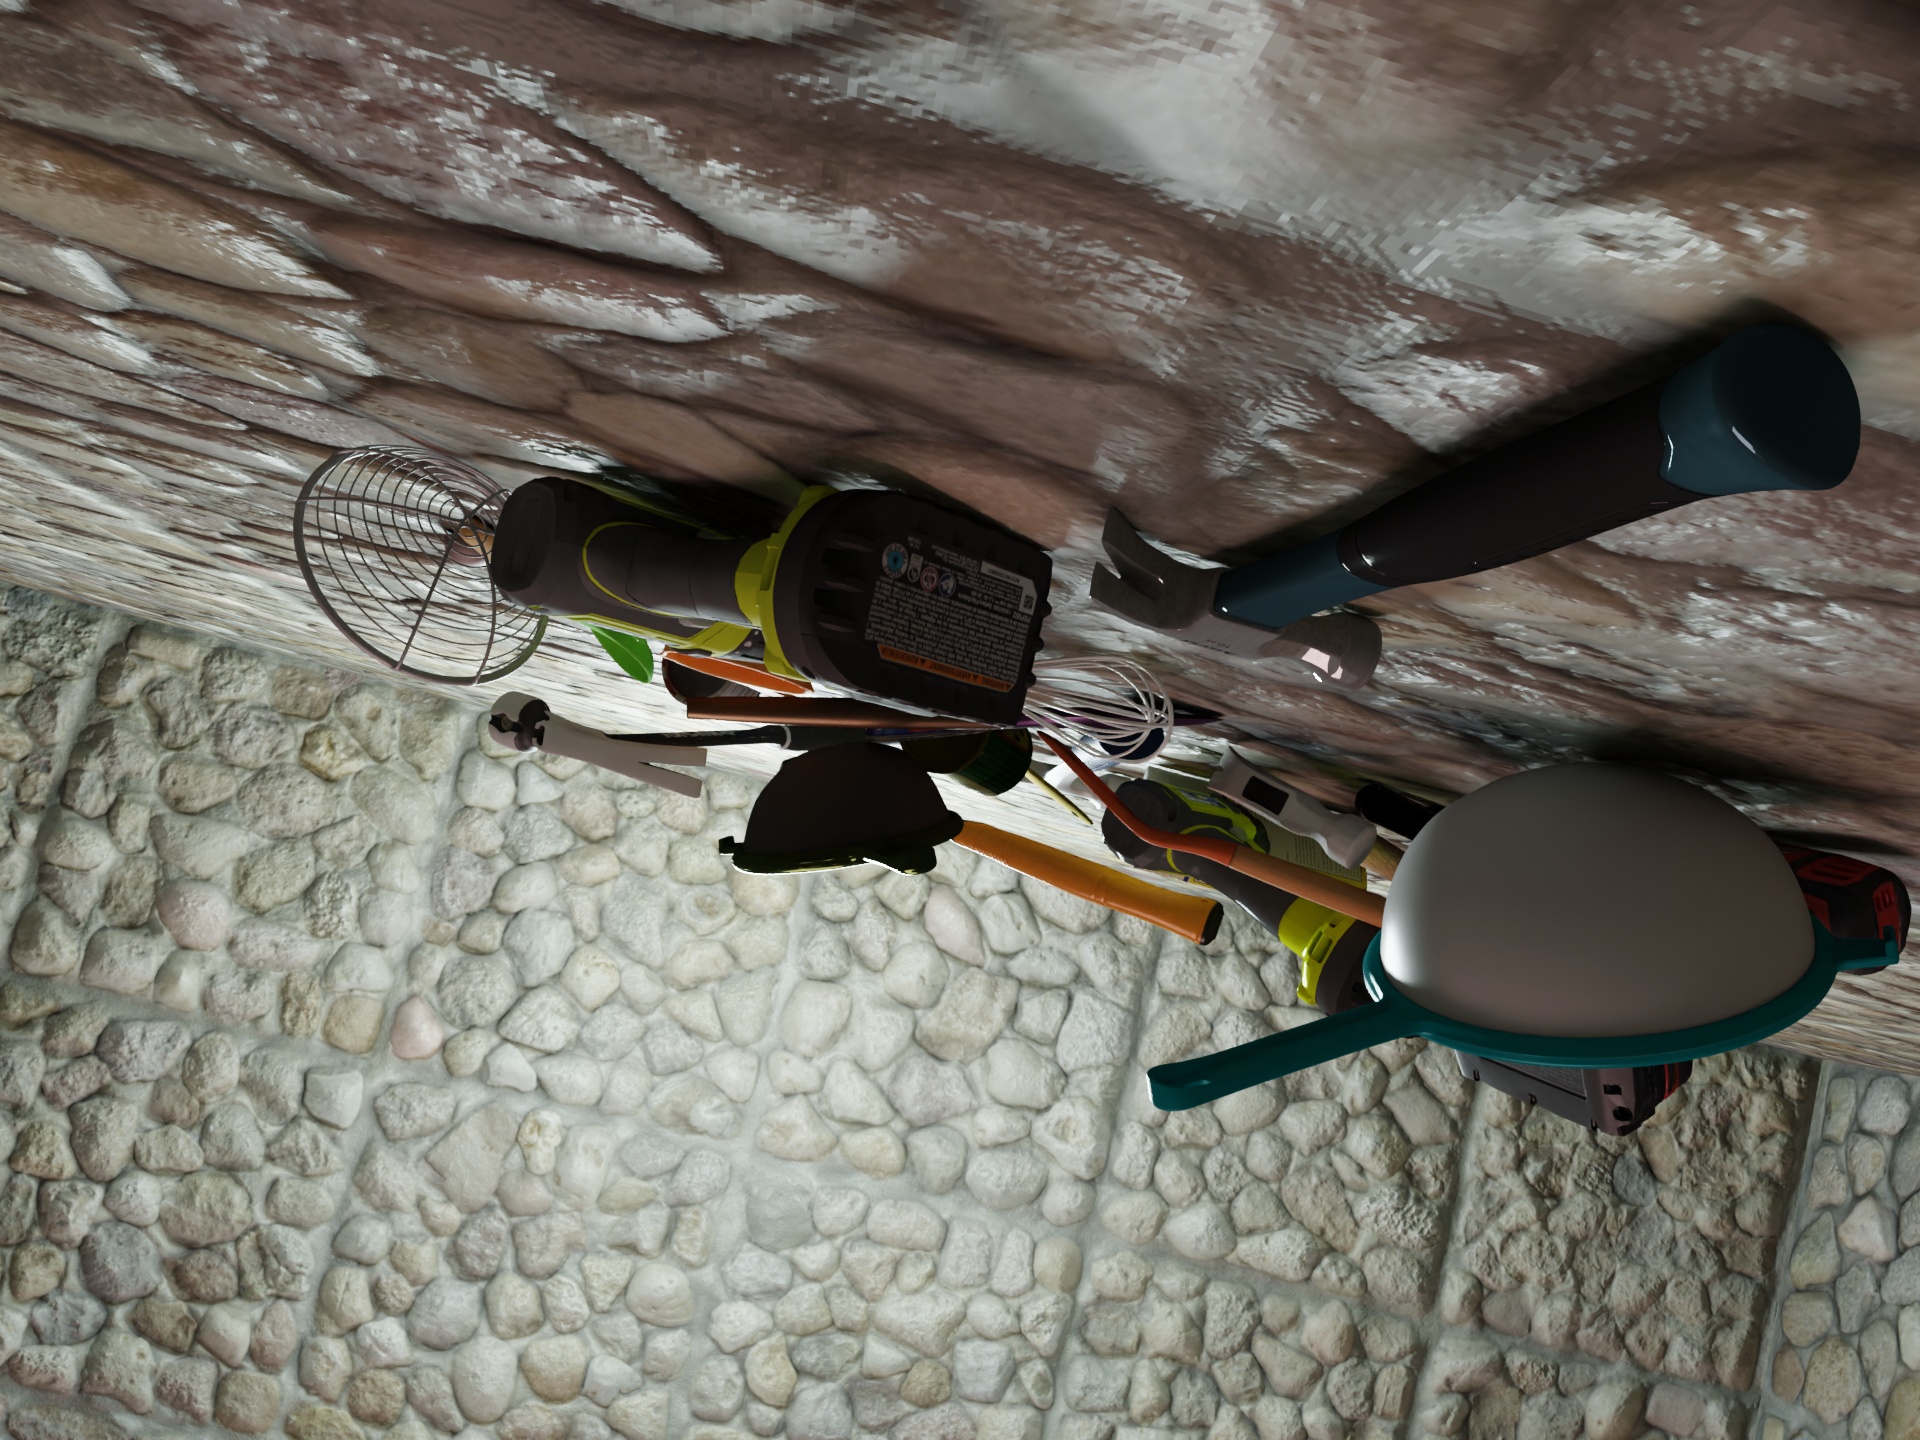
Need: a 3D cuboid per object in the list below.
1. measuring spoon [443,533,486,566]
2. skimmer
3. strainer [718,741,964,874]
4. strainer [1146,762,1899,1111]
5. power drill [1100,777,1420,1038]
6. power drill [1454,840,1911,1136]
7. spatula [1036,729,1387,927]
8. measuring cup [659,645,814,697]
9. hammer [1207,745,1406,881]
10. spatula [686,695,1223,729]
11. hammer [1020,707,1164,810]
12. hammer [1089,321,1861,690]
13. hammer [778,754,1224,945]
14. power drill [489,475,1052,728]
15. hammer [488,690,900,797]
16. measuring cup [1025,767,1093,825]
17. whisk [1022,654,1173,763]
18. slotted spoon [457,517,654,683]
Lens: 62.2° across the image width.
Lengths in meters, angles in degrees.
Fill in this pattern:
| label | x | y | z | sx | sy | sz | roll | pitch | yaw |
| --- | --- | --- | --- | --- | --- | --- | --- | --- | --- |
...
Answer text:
| label | x | y | z | sx | sy | sz | roll | pitch | yaw |
| --- | --- | --- | --- | --- | --- | --- | --- | --- | --- |
| measuring spoon | -0.304 | -0.099 | 1.048 | 0.034 | 0.018 | 0.124 | 13 | 174 | 10 |
| skimmer | -0.254 | -0.071 | 0.873 | 0.127 | 0.090 | 0.363 | 58 | 176 | 0 |
| strainer | -0.062 | 0.051 | 0.971 | 0.151 | 0.069 | 0.256 | -10 | -177 | -16 |
| strainer | 0.235 | 0.089 | 0.736 | 0.340 | 0.095 | 0.211 | -14 | -165 | -17 |
| power drill | 0.221 | 0.118 | 1.068 | 0.171 | 0.080 | 0.223 | 14 | -163 | -49 |
| power drill | 0.363 | 0.119 | 0.860 | 0.226 | 0.080 | 0.188 | -21 | -162 | -25 |
| spatula | 0.190 | 0.081 | 0.955 | 0.322 | 0.041 | 0.081 | 21 | 180 | 12 |
| measuring cup | -0.118 | -0.045 | 0.963 | 0.095 | 0.052 | 0.173 | 13 | 175 | 10 |
| hammer | 0.270 | 0.083 | 1.103 | 0.130 | 0.031 | 0.331 | 31 | -176 | 34 |
| spatula | -0.001 | -0.003 | 0.937 | 0.316 | 0.018 | 0.060 | 1 | 178 | -10 |
| hammer | 0.088 | 0.029 | 1.195 | 0.144 | 0.035 | 0.405 | 14 | 173 | -2 |
| hammer | 0.132 | -0.052 | 0.471 | 0.128 | 0.033 | 0.331 | 15 | 173 | -11 |
| hammer | 0.027 | 0.091 | 1.156 | 0.337 | 0.034 | 0.127 | 20 | -170 | 18 |
| power drill | -0.072 | -0.053 | 0.709 | 0.229 | 0.080 | 0.190 | 11 | 177 | 44 |
| hammer | -0.136 | 0.011 | 1.135 | 0.149 | 0.036 | 0.408 | 15 | -171 | 28 |
| measuring cup | 0.030 | 0.039 | 1.177 | 0.157 | 0.029 | 0.062 | 37 | 167 | 20 |
| whisk | 0.015 | -0.023 | 0.898 | 0.246 | 0.059 | 0.058 | 14 | -158 | 38 |
| slotted spoon | -0.267 | -0.081 | 1.071 | 0.070 | 0.031 | 0.313 | 40 | 176 | 13 |
